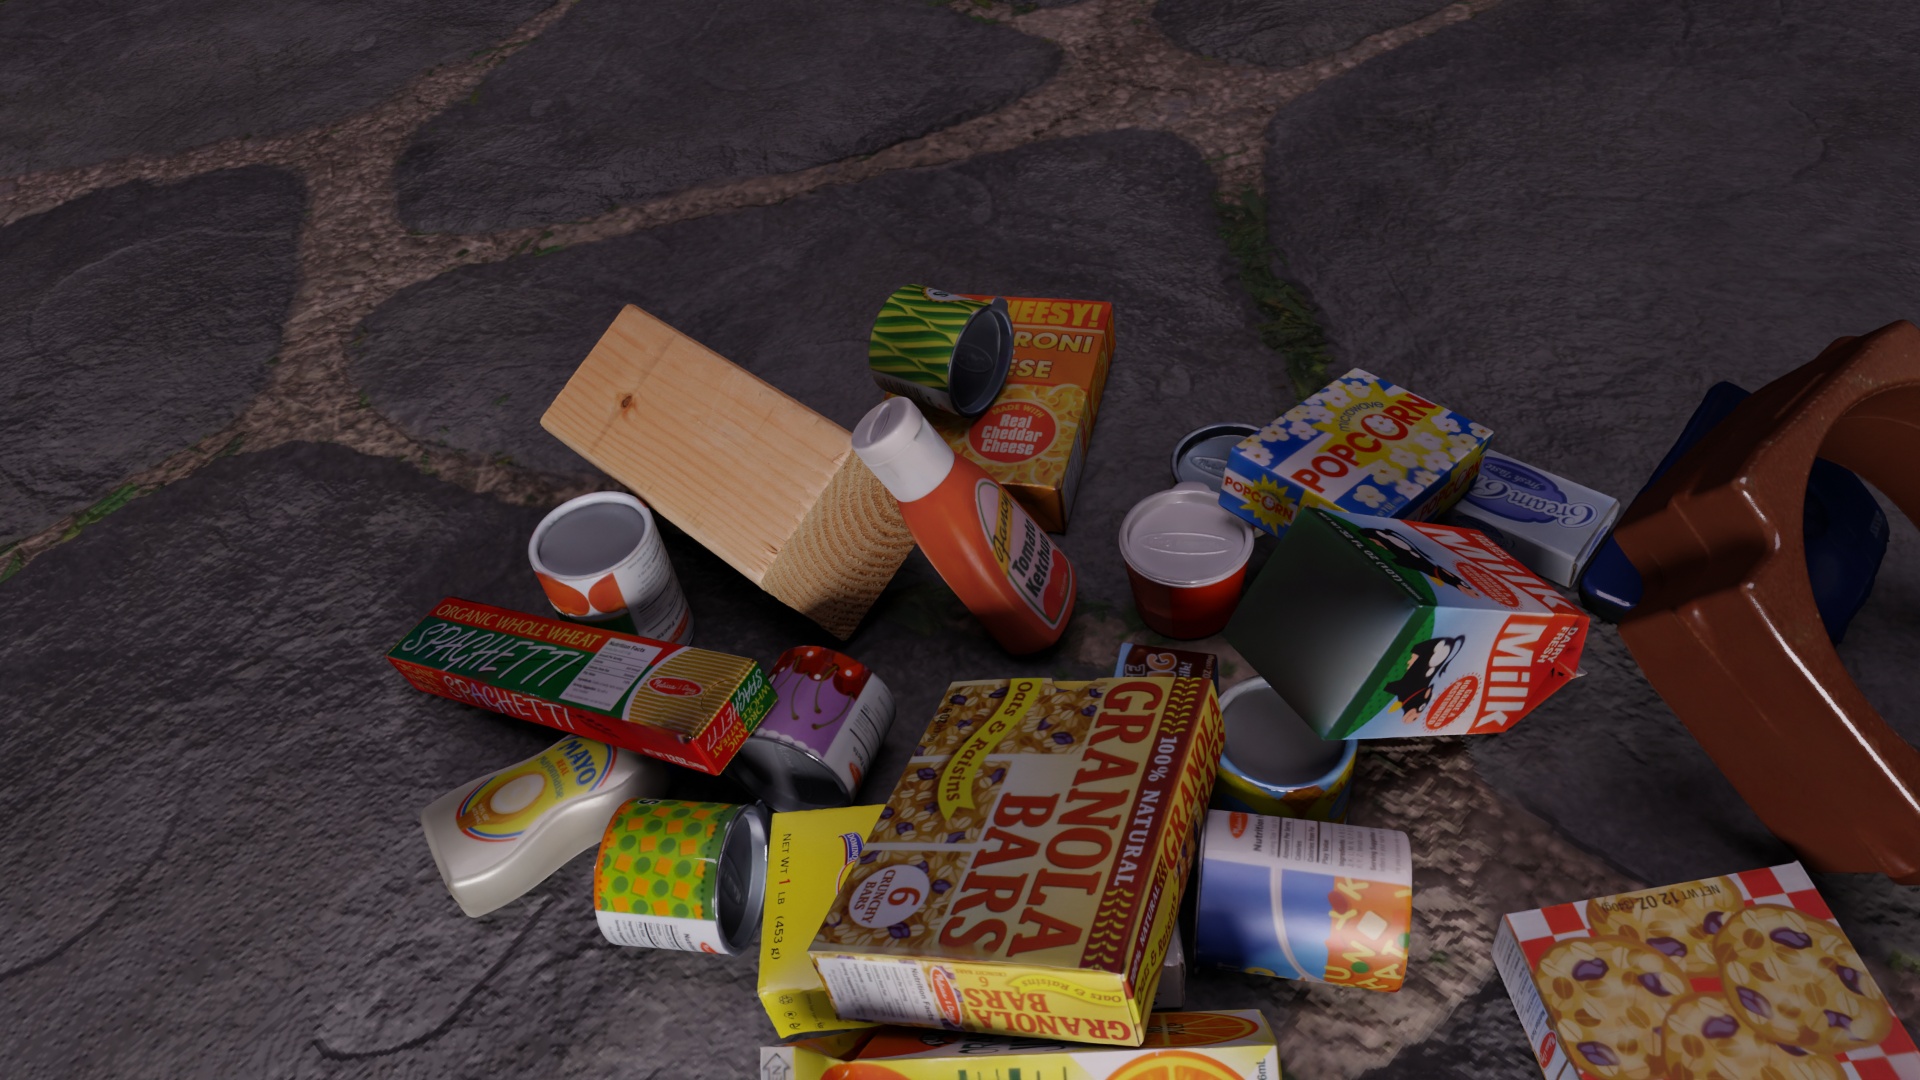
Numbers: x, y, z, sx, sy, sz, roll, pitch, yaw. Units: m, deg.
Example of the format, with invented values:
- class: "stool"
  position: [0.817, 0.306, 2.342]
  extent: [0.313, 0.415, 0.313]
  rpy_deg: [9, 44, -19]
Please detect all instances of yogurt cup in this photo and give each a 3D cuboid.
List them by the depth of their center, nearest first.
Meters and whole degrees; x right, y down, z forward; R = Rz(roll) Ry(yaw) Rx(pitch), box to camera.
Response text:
- class: "yogurt cup"
  position: [0.118, 0.014, 0.723]
  extent: [0.072, 0.053, 0.073]
  rpy_deg: [-5, 46, 5]

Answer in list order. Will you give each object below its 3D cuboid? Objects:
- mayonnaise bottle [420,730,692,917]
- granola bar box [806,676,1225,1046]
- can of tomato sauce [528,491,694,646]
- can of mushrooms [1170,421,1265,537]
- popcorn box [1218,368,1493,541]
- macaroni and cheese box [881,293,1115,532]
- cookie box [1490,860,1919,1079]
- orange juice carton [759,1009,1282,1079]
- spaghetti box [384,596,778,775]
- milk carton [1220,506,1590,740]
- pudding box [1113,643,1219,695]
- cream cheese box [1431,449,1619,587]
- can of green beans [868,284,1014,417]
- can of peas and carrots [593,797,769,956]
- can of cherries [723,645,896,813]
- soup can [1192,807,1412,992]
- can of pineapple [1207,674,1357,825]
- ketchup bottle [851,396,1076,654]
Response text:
- class: "mayonnaise bottle"
  position: [-0.183, 0.120, 0.678]
  extent: [0.148, 0.041, 0.065]
  rpy_deg: [-29, 44, -17]
- class: "granola bar box"
  position: [0.029, 0.119, 0.558]
  extent: [0.124, 0.039, 0.166]
  rpy_deg: [-4, 31, 24]
- class: "can of tomato sauce"
  position: [-0.187, 0.025, 0.742]
  extent: [0.071, 0.082, 0.071]
  rpy_deg: [-5, 46, 5]
- class: "can of mushrooms"
  position: [0.149, -0.032, 0.777]
  extent: [0.071, 0.033, 0.071]
  rpy_deg: [-4, 46, 4]
- class: "popcorn box"
  position: [0.204, -0.037, 0.713]
  extent: [0.085, 0.038, 0.127]
  rpy_deg: [32, 45, 30]
- class: "macaroni and cheese box"
  position: [0.019, -0.082, 0.842]
  extent: [0.124, 0.040, 0.167]
  rpy_deg: [6, 48, 15]
- class: "cookie box"
  position: [0.292, 0.210, 0.516]
  extent: [0.123, 0.040, 0.168]
  rpy_deg: [-10, 46, 0]
- class: "orange juice carton"
  position: [0.021, 0.219, 0.512]
  extent: [0.193, 0.073, 0.072]
  rpy_deg: [-4, 80, 5]
- class: "spaghetti box"
  position: [-0.198, 0.067, 0.696]
  extent: [0.250, 0.028, 0.050]
  rpy_deg: [7, 46, 37]
- class: "milk carton"
  position: [0.217, 0.040, 0.637]
  extent: [0.191, 0.073, 0.072]
  rpy_deg: [5, 32, -42]
- class: "pudding box"
  position: [0.094, 0.092, 0.669]
  extent: [0.049, 0.030, 0.084]
  rpy_deg: [6, 48, 16]
- class: "cream cheese box"
  position: [0.292, -0.019, 0.748]
  extent: [0.104, 0.024, 0.053]
  rpy_deg: [29, 58, 31]
- class: "can of green beans"
  position: [-0.011, -0.110, 0.799]
  extent: [0.058, 0.071, 0.071]
  rpy_deg: [20, 53, 28]
- class: "can of peas and carrots"
  position: [-0.123, 0.148, 0.625]
  extent: [0.059, 0.070, 0.071]
  rpy_deg: [1, 47, 11]
- class: "can of cherries"
  position: [-0.074, 0.092, 0.670]
  extent: [0.071, 0.071, 0.059]
  rpy_deg: [11, 49, 19]
- class: "soup can"
  position: [0.141, 0.152, 0.581]
  extent: [0.084, 0.071, 0.072]
  rpy_deg: [5, 47, 12]
- class: "can of pineapple"
  position: [0.146, 0.103, 0.630]
  extent: [0.071, 0.057, 0.071]
  rpy_deg: [-4, 46, 5]
- class: "ketchup bottle"
  position: [0.002, -0.009, 0.699]
  extent: [0.043, 0.148, 0.065]
  rpy_deg: [-18, 39, 33]
